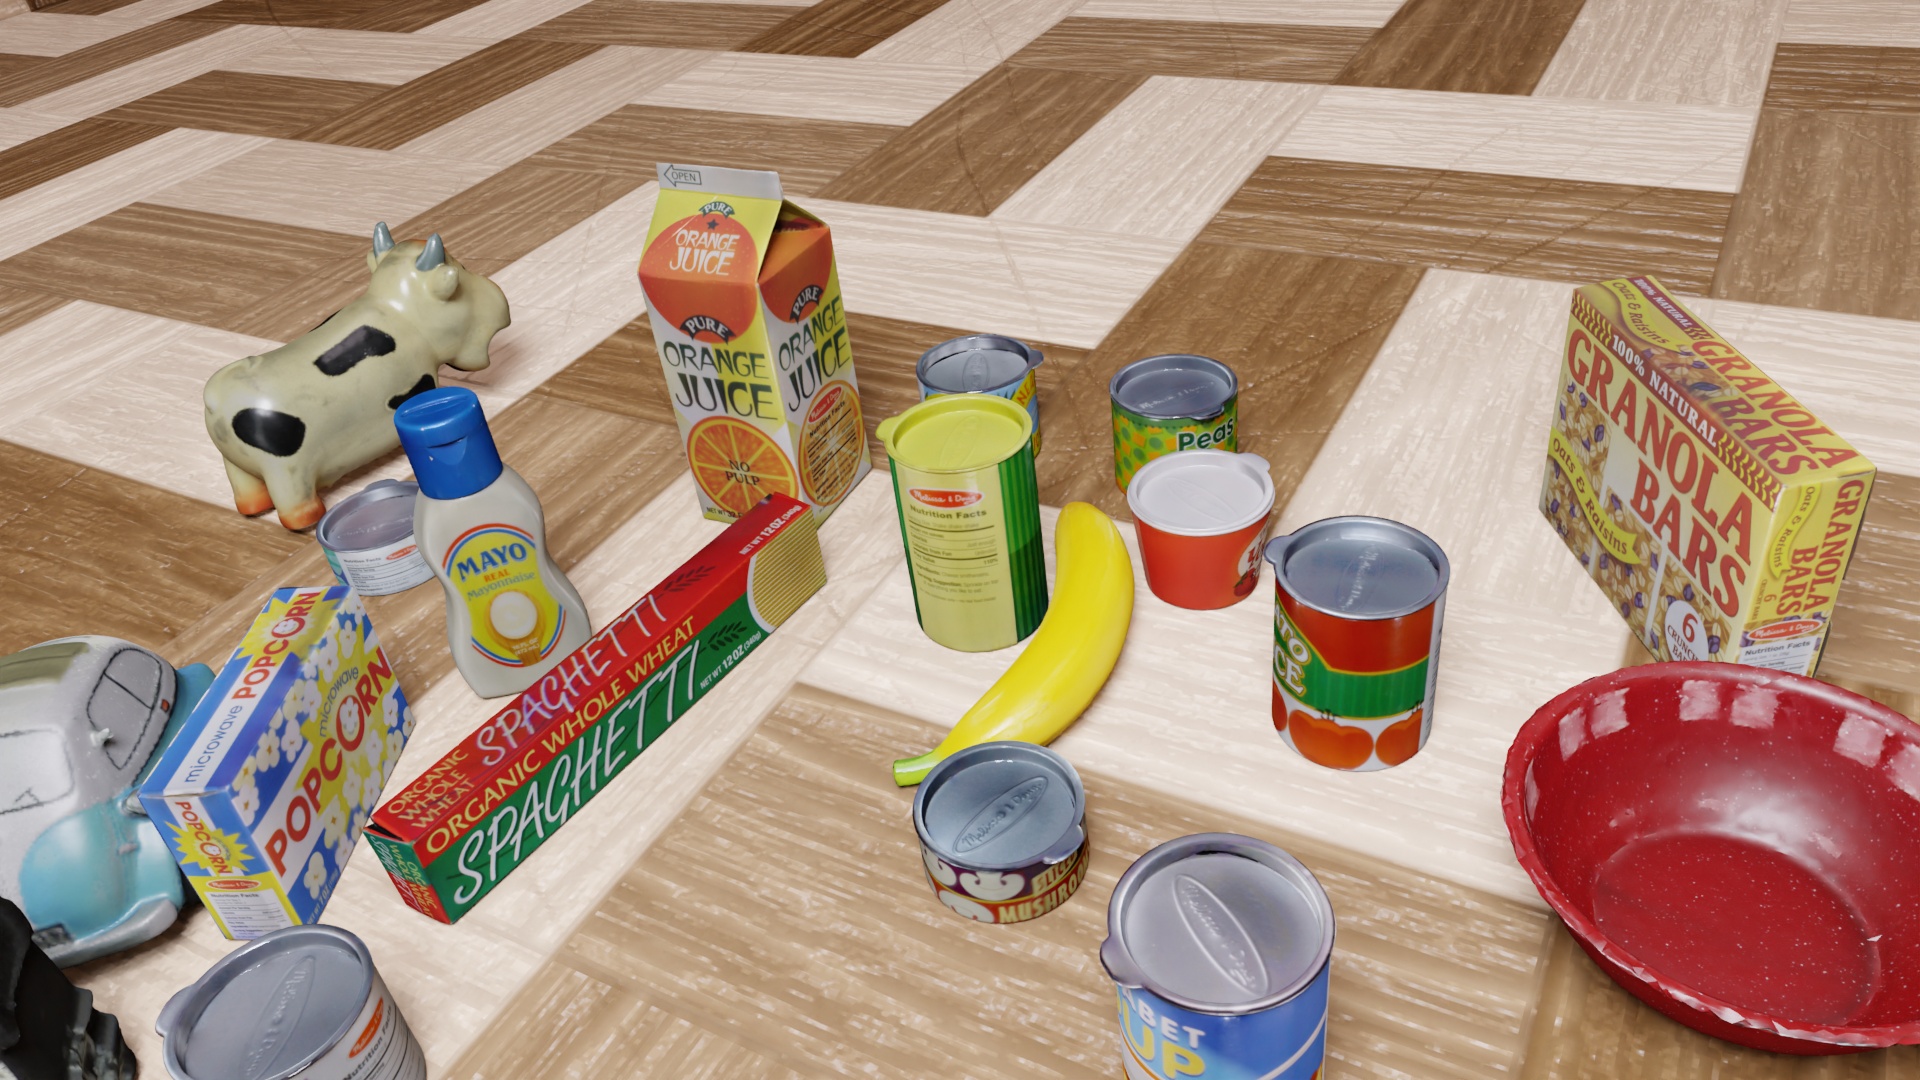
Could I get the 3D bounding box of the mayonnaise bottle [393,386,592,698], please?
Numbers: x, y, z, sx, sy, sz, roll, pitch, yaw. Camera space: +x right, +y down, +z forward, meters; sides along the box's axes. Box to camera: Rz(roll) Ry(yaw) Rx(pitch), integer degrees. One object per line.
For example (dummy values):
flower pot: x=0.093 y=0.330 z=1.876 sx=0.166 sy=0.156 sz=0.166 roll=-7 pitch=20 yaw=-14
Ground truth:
mayonnaise bottle: x=-0.217 y=0.002 z=0.636 sx=0.065 sy=0.147 sz=0.041 roll=-20 pitch=37 yaw=-16

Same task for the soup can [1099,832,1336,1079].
soup can: x=0.079 y=0.145 z=0.435 sx=0.071 sy=0.083 sz=0.072 roll=-5 pitch=35 yaw=4

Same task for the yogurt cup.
yogurt cup: x=0.115 y=-0.004 z=0.661 sx=0.072 sy=0.053 sz=0.073 roll=-5 pitch=35 yaw=4

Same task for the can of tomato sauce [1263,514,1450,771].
can of tomato sauce: x=0.158 y=0.042 z=0.564 sx=0.071 sy=0.082 sz=0.071 roll=-5 pitch=35 yaw=4

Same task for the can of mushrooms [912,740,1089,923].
can of mushrooms: x=0.018 y=0.113 z=0.535 sx=0.071 sy=0.033 sz=0.071 roll=-5 pitch=35 yaw=4

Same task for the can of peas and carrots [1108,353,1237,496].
can of peas and carrots: x=0.114 y=-0.057 z=0.731 sx=0.071 sy=0.058 sz=0.071 roll=-5 pitch=35 yaw=4

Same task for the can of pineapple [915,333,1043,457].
can of pineapple: x=0.013 y=-0.075 z=0.776 sx=0.071 sy=0.057 sz=0.071 roll=-5 pitch=35 yaw=4

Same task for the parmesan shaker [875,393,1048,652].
parmesan shaker: x=0.002 y=-0.008 z=0.647 sx=0.071 sy=0.102 sz=0.072 roll=-5 pitch=35 yaw=4

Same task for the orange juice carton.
orange juice carton: x=-0.107 y=-0.103 z=0.722 sx=0.072 sy=0.191 sz=0.073 roll=10 pitch=39 yaw=24

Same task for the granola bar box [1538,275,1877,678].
granola bar box: x=0.306 y=-0.021 z=0.588 sx=0.039 sy=0.123 sz=0.166 roll=-8 pitch=35 yaw=0

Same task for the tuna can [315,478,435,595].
tuna can: x=-0.313 y=-0.003 z=0.760 sx=0.071 sy=0.032 sz=0.071 roll=-5 pitch=35 yaw=4

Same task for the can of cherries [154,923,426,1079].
can of cherries: x=-0.226 y=0.175 z=0.473 sx=0.071 sy=0.058 sz=0.072 roll=-5 pitch=35 yaw=4

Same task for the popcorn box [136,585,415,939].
popcorn box: x=-0.279 y=0.089 z=0.580 sx=0.038 sy=0.084 sz=0.127 roll=-5 pitch=35 yaw=5

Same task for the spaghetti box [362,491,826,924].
spaghetti box: x=-0.148 y=0.065 z=0.619 sx=0.029 sy=0.050 sz=0.251 roll=16 pitch=42 yaw=30
